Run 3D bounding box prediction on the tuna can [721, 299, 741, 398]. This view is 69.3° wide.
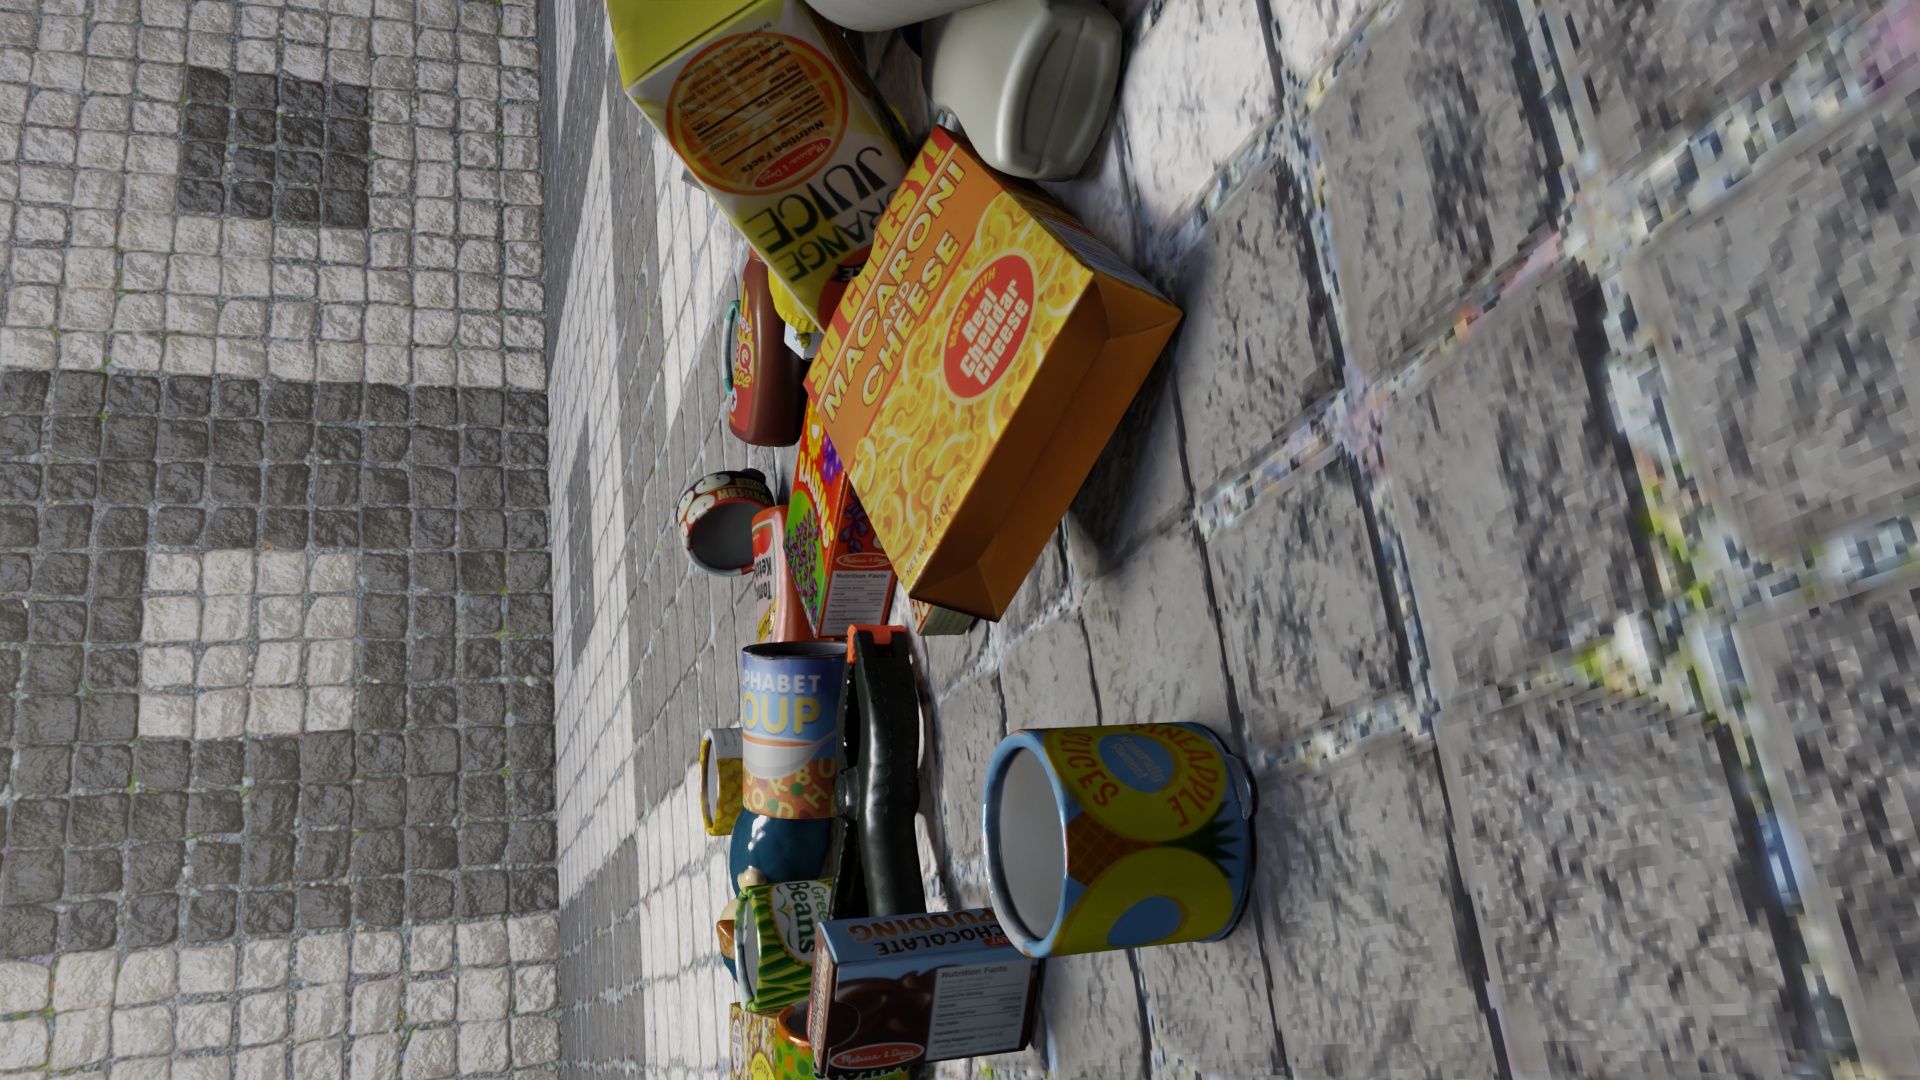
[{"bbox_3d":[-0.136,-0.126,0.922,0.071,0.033,0.071,-179,89,-70],"label":"tuna can"}]

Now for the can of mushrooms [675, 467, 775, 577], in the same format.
[{"bbox_3d":[-0.150,-0.012,0.913,0.033,0.071,0.070,-117,34,-50],"label":"can of mushrooms"}]

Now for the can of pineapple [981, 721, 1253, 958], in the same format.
[{"bbox_3d":[0.044,0.086,0.411,0.071,0.058,0.071,-178,89,-69],"label":"can of pineapple"}]

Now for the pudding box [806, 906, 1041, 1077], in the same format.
[{"bbox_3d":[-0.014,0.169,0.525,0.030,0.084,0.049,-136,49,-62],"label":"pudding box"}]

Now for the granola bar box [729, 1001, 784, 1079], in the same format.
[{"bbox_3d":[-0.100,0.337,0.808,0.165,0.039,0.124,145,123,-65],"label":"granola bar box"}]

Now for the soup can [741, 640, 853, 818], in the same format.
[{"bbox_3d":[-0.082,0.097,0.723,0.071,0.071,0.083,-176,86,-69],"label":"soup can"}]

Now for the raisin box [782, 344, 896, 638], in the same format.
[{"bbox_3d":[-0.057,-0.025,0.704,0.086,0.040,0.122,-117,35,-52],"label":"raisin box"}]

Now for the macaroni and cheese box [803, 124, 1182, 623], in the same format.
[{"bbox_3d":[0.001,-0.069,0.507,0.123,0.040,0.167,-60,32,20],"label":"macaroni and cheese box"}]

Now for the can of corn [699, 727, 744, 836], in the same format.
[{"bbox_3d":[-0.127,0.150,0.856,0.071,0.058,0.071,-178,89,-69],"label":"can of corn"}]

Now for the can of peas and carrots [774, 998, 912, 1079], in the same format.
[{"bbox_3d":[-0.054,0.254,0.655,0.071,0.071,0.058,-176,87,-69],"label":"can of peas and carrots"}]

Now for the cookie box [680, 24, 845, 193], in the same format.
[{"bbox_3d":[-0.083,-0.263,0.688,0.122,0.040,0.168,119,171,-50],"label":"cookie box"}]

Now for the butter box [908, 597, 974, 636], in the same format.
[{"bbox_3d":[0.002,-0.007,0.570,0.103,0.024,0.053,120,146,-52],"label":"butter box"}]

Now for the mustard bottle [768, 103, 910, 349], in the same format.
[{"bbox_3d":[-0.069,-0.151,0.704,0.159,0.065,0.049,119,142,-54],"label":"mustard bottle"}]

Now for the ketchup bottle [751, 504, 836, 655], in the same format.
[{"bbox_3d":[-0.093,0.057,0.791,0.064,0.043,0.149,153,115,-66],"label":"ketchup bottle"}]

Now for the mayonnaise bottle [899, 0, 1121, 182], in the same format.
[{"bbox_3d":[0.013,-0.185,0.526,0.148,0.041,0.064,-120,43,-55],"label":"mayonnaise bottle"}]

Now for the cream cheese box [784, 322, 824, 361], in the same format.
[{"bbox_3d":[-0.079,-0.156,0.787,0.053,0.024,0.103,-139,53,-65],"label":"cream cheese box"}]

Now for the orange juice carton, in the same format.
[{"bbox_3d":[-0.059,-0.156,0.583,0.192,0.073,0.072,49,-163,-49],"label":"orange juice carton"}]

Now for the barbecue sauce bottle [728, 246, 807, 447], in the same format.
[{"bbox_3d":[-0.113,-0.135,0.848,0.065,0.044,0.148,-134,48,-62],"label":"barbecue sauce bottle"}]

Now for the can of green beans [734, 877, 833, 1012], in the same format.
[{"bbox_3d":[-0.088,0.218,0.753,0.071,0.058,0.071,-179,89,-69],"label":"can of green beans"}]
